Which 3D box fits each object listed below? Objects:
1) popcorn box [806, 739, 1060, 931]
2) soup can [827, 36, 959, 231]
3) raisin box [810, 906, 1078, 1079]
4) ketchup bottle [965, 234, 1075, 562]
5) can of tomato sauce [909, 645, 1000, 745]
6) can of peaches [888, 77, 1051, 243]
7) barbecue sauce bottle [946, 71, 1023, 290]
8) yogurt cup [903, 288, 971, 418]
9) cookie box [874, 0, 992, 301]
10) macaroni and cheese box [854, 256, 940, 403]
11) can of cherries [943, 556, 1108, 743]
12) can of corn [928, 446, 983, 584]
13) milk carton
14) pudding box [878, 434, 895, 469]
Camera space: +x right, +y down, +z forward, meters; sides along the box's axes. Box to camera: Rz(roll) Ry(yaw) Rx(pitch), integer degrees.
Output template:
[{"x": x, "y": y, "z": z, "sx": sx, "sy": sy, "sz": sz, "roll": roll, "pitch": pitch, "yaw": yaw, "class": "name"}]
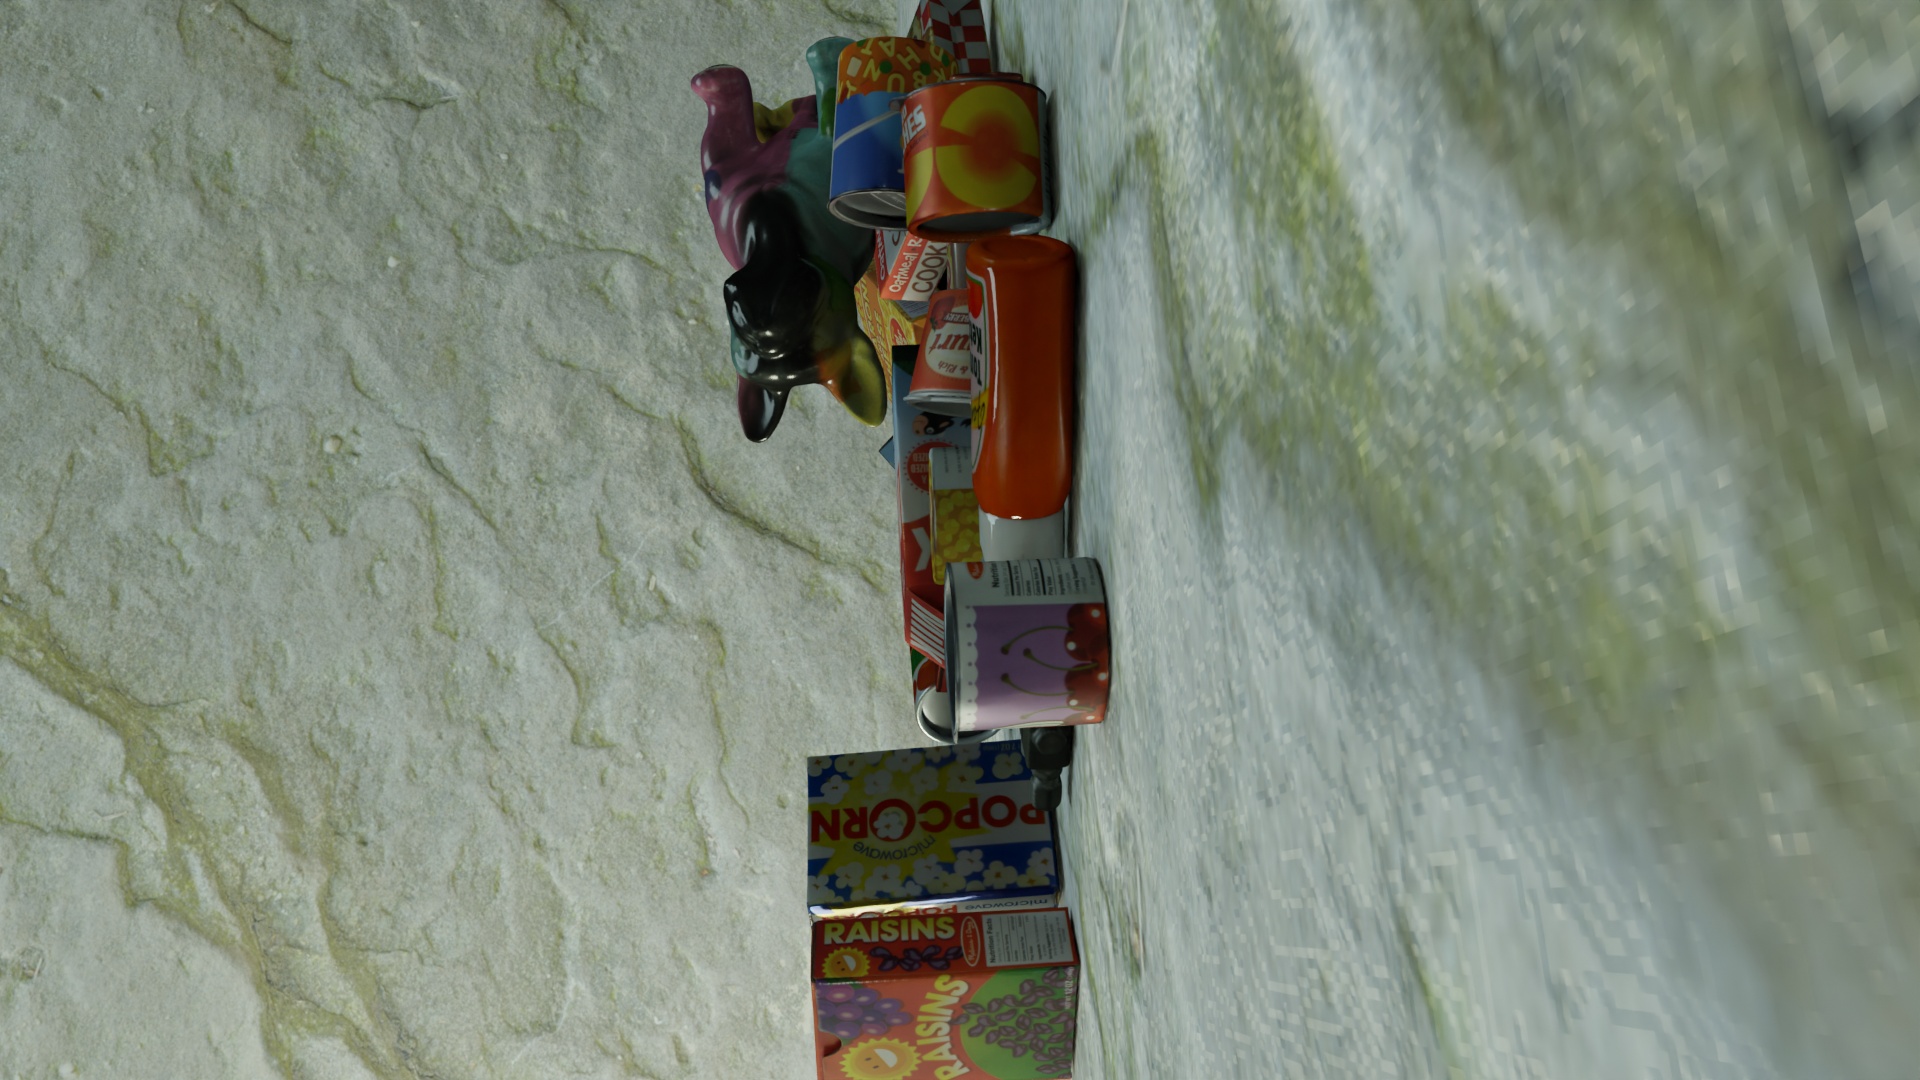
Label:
[{"x": -0.016, "y": 0.152, "z": 0.717, "sx": 0.038, "sy": 0.127, "sz": 0.085, "roll": 85, "pitch": 180, "yaw": -52, "class": "popcorn box"}, {"x": -0.032, "y": -0.215, "z": 0.738, "sx": 0.071, "sy": 0.071, "sz": 0.084, "roll": 122, "pitch": 151, "yaw": -84, "class": "soup can"}, {"x": -0.008, "y": 0.221, "z": 0.664, "sx": 0.040, "sy": 0.123, "sz": 0.085, "roll": -97, "pitch": 6, "yaw": -56, "class": "raisin box"}, {"x": 0.026, "y": -0.050, "z": 0.582, "sx": 0.065, "sy": 0.043, "sz": 0.148, "roll": -101, "pitch": 9, "yaw": -68, "class": "ketchup bottle"}, {"x": 0.000, "y": 0.089, "z": 0.960, "sx": 0.083, "sy": 0.071, "sz": 0.070, "roll": -98, "pitch": 6, "yaw": -54, "class": "can of tomato sauce"}, {"x": 0.005, "y": -0.168, "z": 0.622, "sx": 0.071, "sy": 0.071, "sz": 0.058, "roll": -177, "pitch": 84, "yaw": -87, "class": "can of peaches"}, {"x": 0.014, "y": -0.158, "z": 0.701, "sx": 0.065, "sy": 0.044, "sz": 0.148, "roll": -74, "pitch": -16, "yaw": -67, "class": "barbecue sauce bottle"}, {"x": 0.011, "y": -0.087, "z": 0.655, "sx": 0.072, "sy": 0.072, "sz": 0.054, "roll": 157, "pitch": 118, "yaw": -86, "class": "yogurt cup"}, {"x": -0.021, "y": -0.253, "z": 0.909, "sx": 0.166, "sy": 0.040, "sz": 0.123, "roll": 125, "pitch": 141, "yaw": -59, "class": "cookie box"}, {"x": -0.036, "y": -0.146, "z": 1.068, "sx": 0.167, "sy": 0.040, "sz": 0.123, "roll": -127, "pitch": 21, "yaw": -56, "class": "macaroni and cheese box"}, {"x": 0.024, "y": 0.042, "z": 0.540, "sx": 0.071, "sy": 0.058, "sz": 0.071, "roll": -178, "pitch": 85, "yaw": -86, "class": "can of cherries"}, {"x": 0.015, "y": -0.010, "z": 0.657, "sx": 0.071, "sy": 0.058, "sz": 0.071, "roll": -175, "pitch": 83, "yaw": -87, "class": "can of corn"}, {"x": 0.003, "y": -0.009, "z": 0.749, "sx": 0.072, "sy": 0.073, "sz": 0.191, "roll": 95, "pitch": 172, "yaw": -63, "class": "milk carton"}, {"x": -0.022, "y": -0.048, "z": 1.096, "sx": 0.084, "sy": 0.030, "sz": 0.049, "roll": 48, "pitch": -173, "yaw": 19, "class": "pudding box"}]
